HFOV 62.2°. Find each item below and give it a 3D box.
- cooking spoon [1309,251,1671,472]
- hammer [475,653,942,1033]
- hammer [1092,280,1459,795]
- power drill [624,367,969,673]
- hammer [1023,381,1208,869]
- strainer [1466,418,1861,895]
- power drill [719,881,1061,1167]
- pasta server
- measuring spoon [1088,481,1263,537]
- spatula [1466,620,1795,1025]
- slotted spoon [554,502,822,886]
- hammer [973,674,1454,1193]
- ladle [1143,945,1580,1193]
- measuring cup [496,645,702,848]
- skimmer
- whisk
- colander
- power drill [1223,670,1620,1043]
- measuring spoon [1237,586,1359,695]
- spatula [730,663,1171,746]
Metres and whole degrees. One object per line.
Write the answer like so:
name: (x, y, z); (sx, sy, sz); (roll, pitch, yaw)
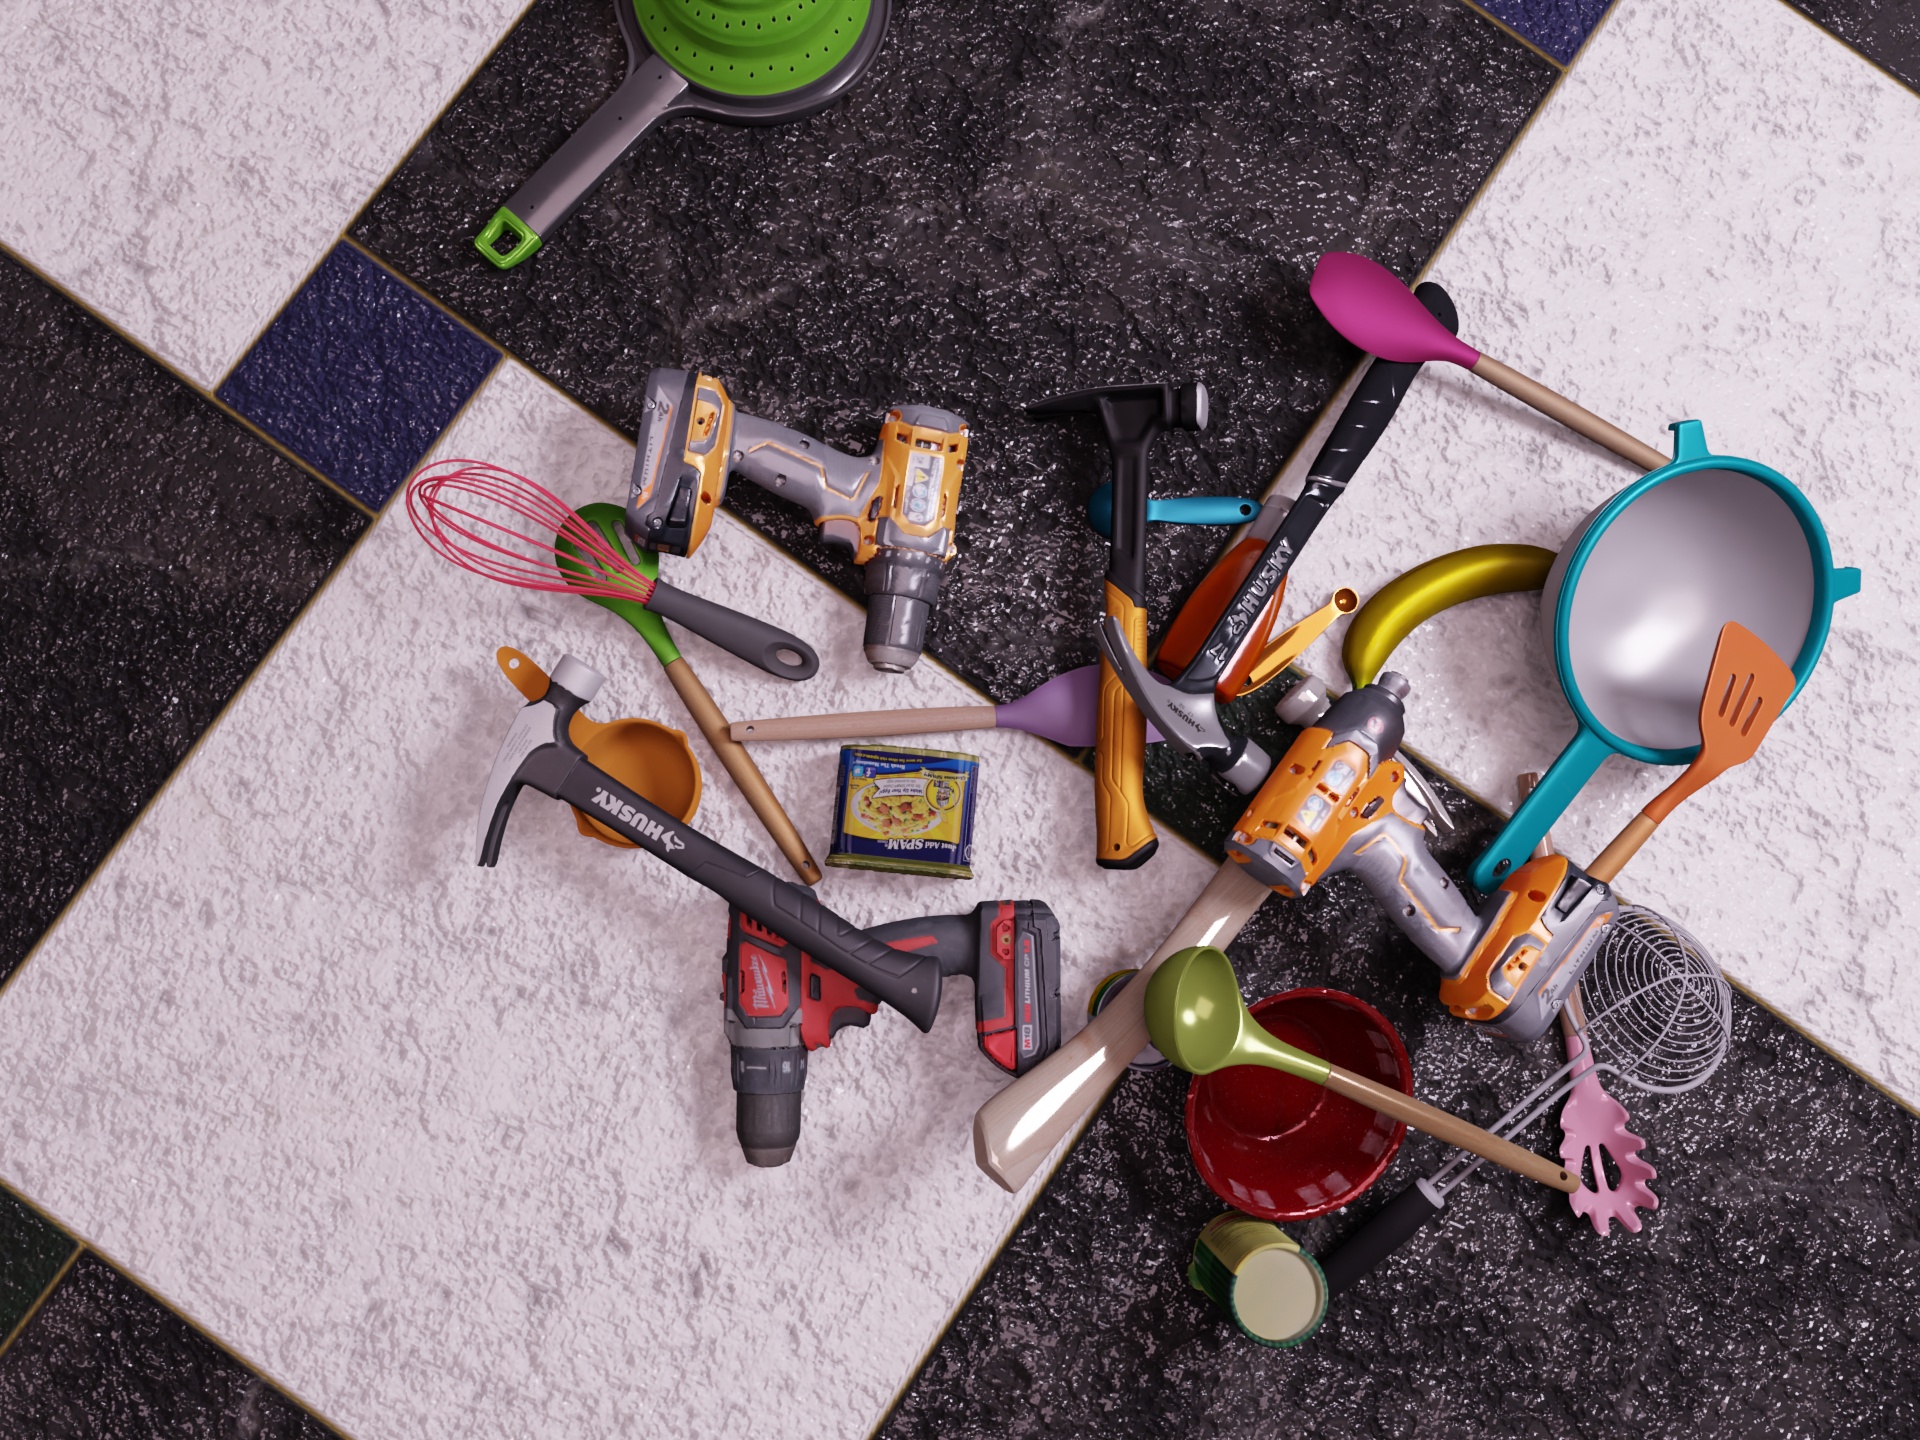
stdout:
cooking spoon: (0.388, -0.246, 1.137); (0.318, 0.017, 0.069); (26, 72, -11)
hammer: (-0.157, 0.102, 1.026); (0.335, 0.035, 0.146); (31, 85, 6)
hammer: (0.238, -0.152, 1.097); (0.149, 0.036, 0.409); (39, 70, -13)
power drill: (-0.113, -0.137, 1.092); (0.226, 0.084, 0.185); (9, 83, -12)
hammer: (0.105, -0.066, 1.099); (0.127, 0.034, 0.337); (-1, 84, 19)
strainer: (0.447, -0.030, 1.109); (0.211, 0.095, 0.340); (34, 96, -19)
power drill: (-0.048, 0.202, 1.064); (0.226, 0.080, 0.188); (0, 86, 0)
pasta server: (0.425, 0.192, 1.107); (0.060, 0.040, 0.316); (-9, 83, 8)
measuring spoon: (0.156, -0.153, 1.140); (0.128, 0.021, 0.042); (0, 84, -3)
spatula: (0.447, 0.081, 1.081); (0.081, 0.041, 0.322); (32, 103, -23)
slotted spoon: (-0.184, -0.020, 1.106); (0.070, 0.031, 0.314); (-32, 88, -14)
hammer: (0.163, 0.151, 1.046); (0.146, 0.038, 0.411); (44, 68, 2)
ladle: (0.257, 0.230, 0.996); (0.320, 0.062, 0.078); (25, 65, -8)
measuring cup: (-0.250, 0.015, 1.086); (0.173, 0.052, 0.095); (44, 83, 4)
skimmer: (0.363, 0.273, 1.077); (0.363, 0.090, 0.127); (-45, 81, 10)
whisk: (-0.225, -0.093, 1.063); (0.295, 0.073, 0.073); (25, 82, -22)
colander: (-0.204, -0.480, 1.123); (0.204, 0.094, 0.397); (41, 83, 2)
power drill: (0.305, 0.084, 1.032); (0.226, 0.084, 0.164); (37, 81, 0)
measuring spoon: (0.238, -0.056, 1.141); (0.117, 0.011, 0.021); (-39, 88, -3)
spatula: (-0.002, -0.004, 1.111); (0.316, 0.018, 0.060); (-4, 79, -8)
